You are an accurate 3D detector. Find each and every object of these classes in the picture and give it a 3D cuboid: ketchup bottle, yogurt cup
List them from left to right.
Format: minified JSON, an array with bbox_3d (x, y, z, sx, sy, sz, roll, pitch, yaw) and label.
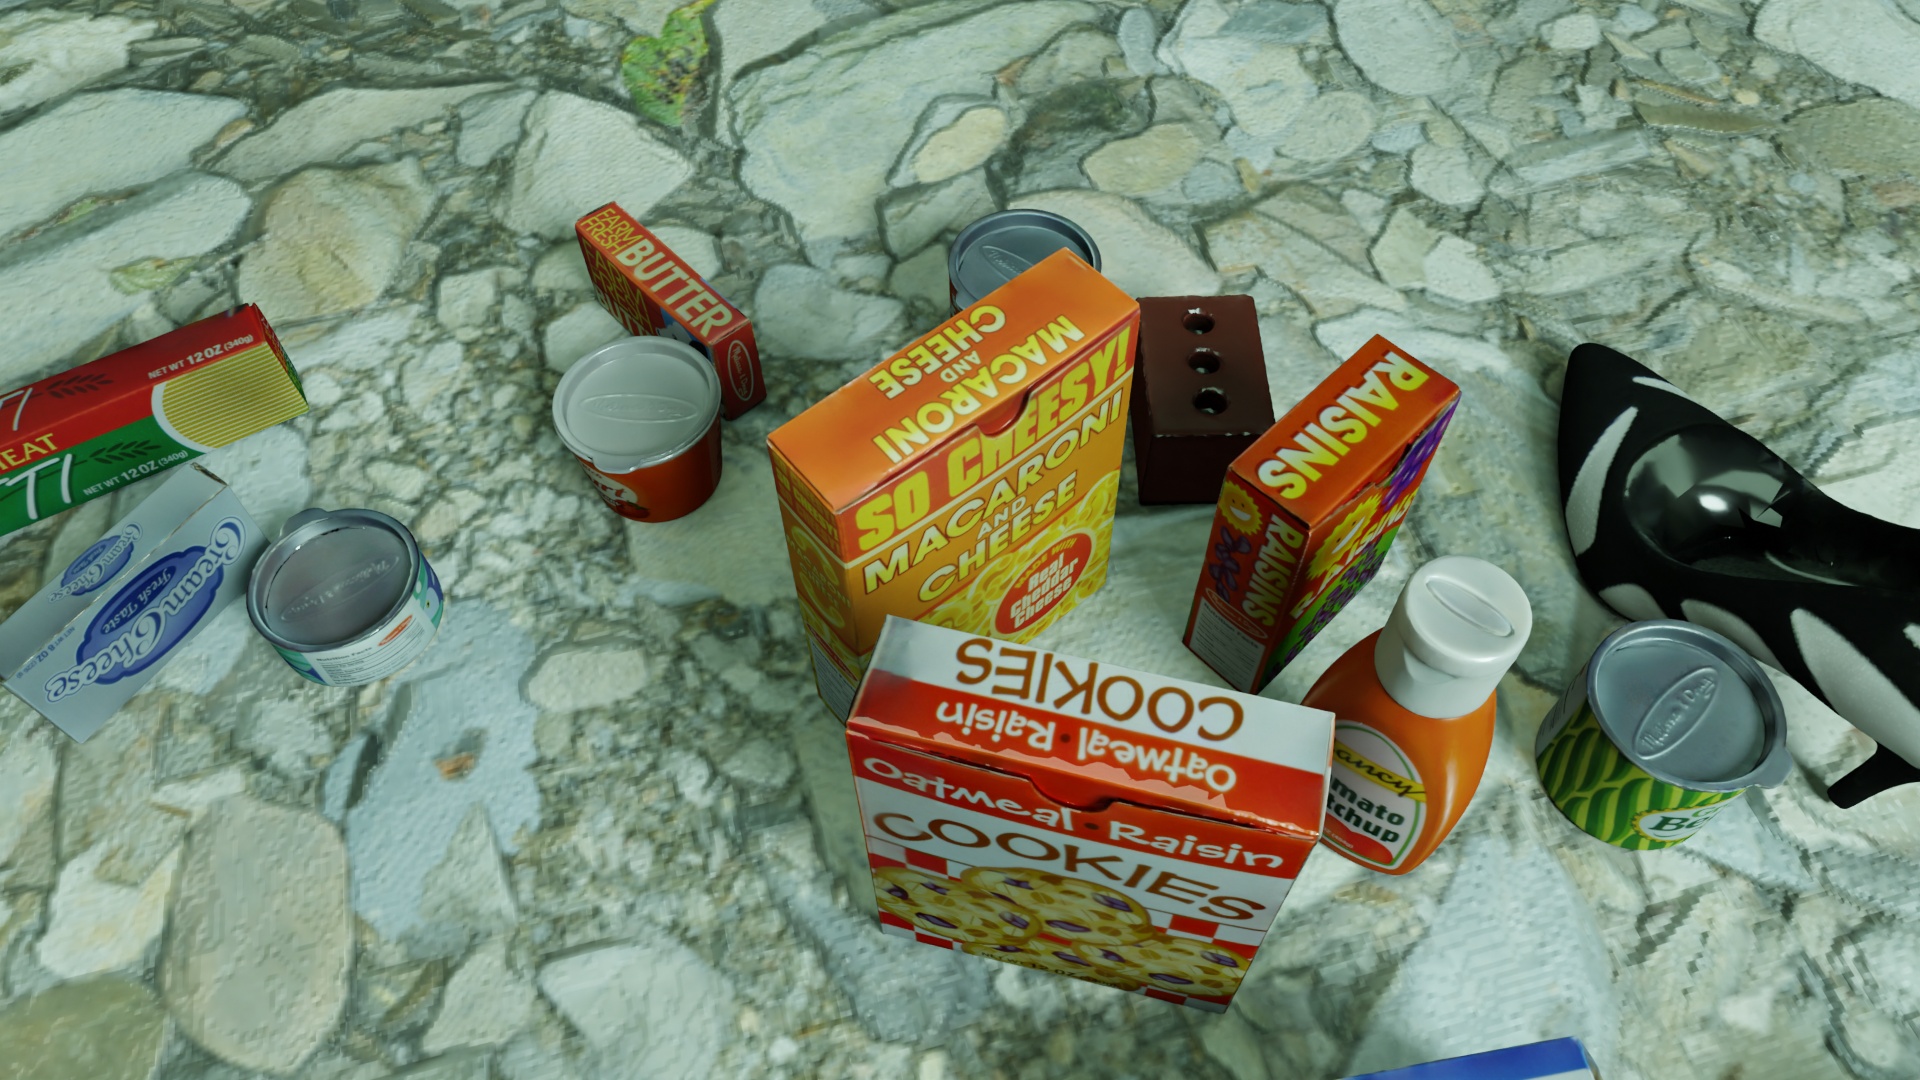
[{"bbox_3d":[-0.131,-0.044,0.583,0.072,0.053,0.073,0,56,0],"label":"yogurt cup"},{"bbox_3d":[0.145,0.058,0.456,0.065,0.148,0.044,35,64,21],"label":"ketchup bottle"}]

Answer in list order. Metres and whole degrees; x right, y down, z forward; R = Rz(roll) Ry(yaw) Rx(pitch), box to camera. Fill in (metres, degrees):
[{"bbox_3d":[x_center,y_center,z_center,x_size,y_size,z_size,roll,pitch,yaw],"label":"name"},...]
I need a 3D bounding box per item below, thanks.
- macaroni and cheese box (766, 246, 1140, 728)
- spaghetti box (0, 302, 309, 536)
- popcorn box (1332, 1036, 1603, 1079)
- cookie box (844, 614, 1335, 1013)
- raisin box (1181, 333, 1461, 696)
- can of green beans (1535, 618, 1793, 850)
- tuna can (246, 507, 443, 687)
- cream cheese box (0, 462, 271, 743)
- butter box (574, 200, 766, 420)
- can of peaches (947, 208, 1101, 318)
[{"bbox_3d":[0.002,-0.006,0.489,0.124,0.165,0.040,-36,63,-21],"label":"macaroni and cheese box"},{"bbox_3d":[-0.405,-0.028,0.577,0.251,0.050,0.029,-26,60,-16],"label":"spaghetti box"},{"bbox_3d":[0.117,0.185,0.409,0.127,0.084,0.038,-8,57,-5],"label":"popcorn box"},{"bbox_3d":[0.034,0.092,0.423,0.123,0.166,0.040,11,57,8],"label":"cookie box"},{"bbox_3d":[0.130,-0.005,0.513,0.086,0.122,0.040,-39,64,-22],"label":"raisin box"},{"bbox_3d":[0.249,0.071,0.500,0.071,0.057,0.071,0,56,0],"label":"can of green beans"},{"bbox_3d":[-0.245,0.021,0.553,0.071,0.032,0.071,0,56,0],"label":"tuna can"},{"bbox_3d":[-0.321,0.024,0.540,0.024,0.053,0.104,27,61,17],"label":"cream cheese box"},{"bbox_3d":[-0.130,-0.103,0.623,0.024,0.053,0.104,-38,64,-22],"label":"butter box"},{"bbox_3d":[0.026,-0.103,0.618,0.071,0.057,0.071,0,56,0],"label":"can of peaches"}]
